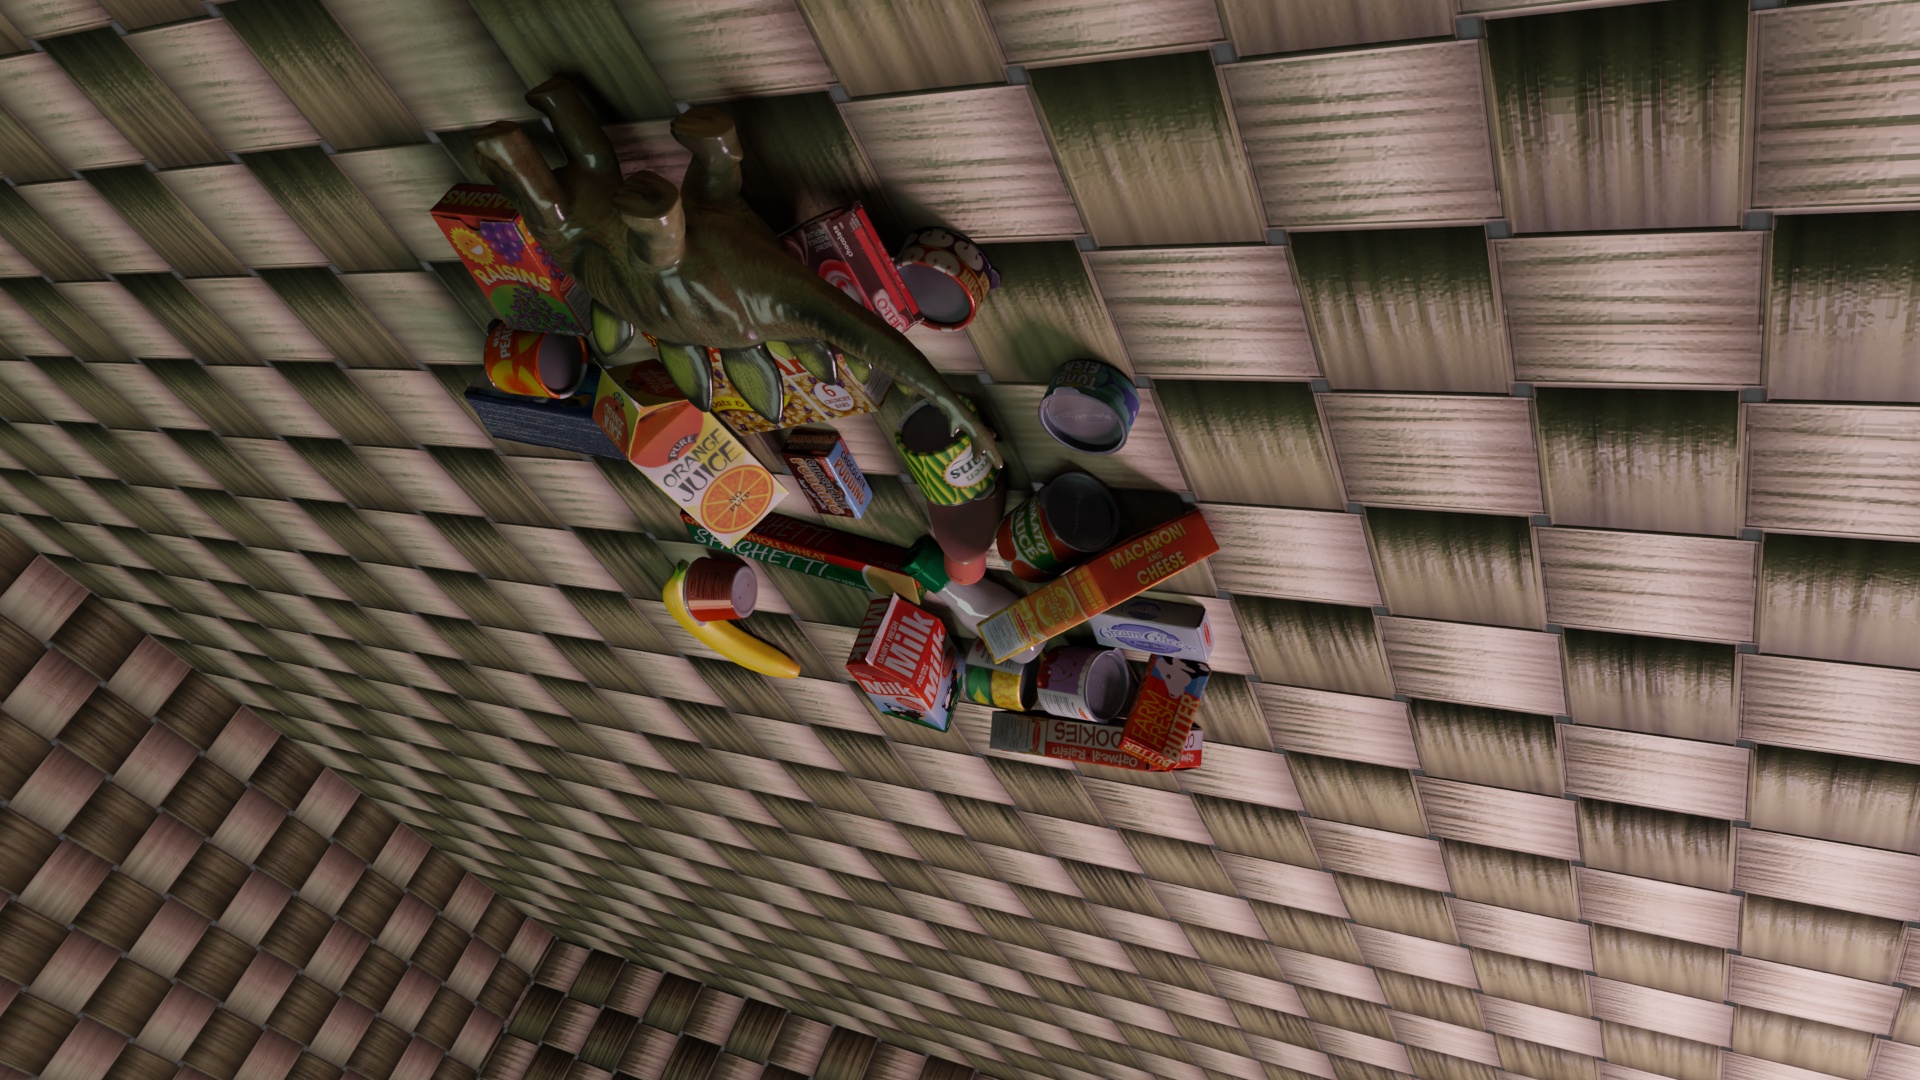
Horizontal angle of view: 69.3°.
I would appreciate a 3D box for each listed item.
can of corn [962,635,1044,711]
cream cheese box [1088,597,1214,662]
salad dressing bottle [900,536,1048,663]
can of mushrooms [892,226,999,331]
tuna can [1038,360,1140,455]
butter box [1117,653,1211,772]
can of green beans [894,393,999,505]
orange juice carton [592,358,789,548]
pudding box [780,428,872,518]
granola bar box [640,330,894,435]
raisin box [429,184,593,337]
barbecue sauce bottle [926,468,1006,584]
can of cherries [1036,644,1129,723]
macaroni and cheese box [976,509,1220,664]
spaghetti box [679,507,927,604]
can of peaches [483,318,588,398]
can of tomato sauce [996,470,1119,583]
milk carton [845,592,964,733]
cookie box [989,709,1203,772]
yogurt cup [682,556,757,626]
[{"bbox_3d":[0.042,0.128,1.321,0.058,0.071,0.071,9,146,24],"label":"can of corn"},{"bbox_3d":[0.162,0.074,1.191,0.104,0.024,0.053,8,145,27],"label":"cream cheese box"},{"bbox_3d":[0.013,0.053,1.251,0.147,0.044,0.064,38,149,-18],"label":"salad dressing bottle"},{"bbox_3d":[-0.012,-0.173,0.927,0.071,0.033,0.070,19,148,12],"label":"can of mushrooms"},{"bbox_3d":[0.090,-0.095,0.974,0.071,0.033,0.070,18,149,12],"label":"tuna can"},{"bbox_3d":[0.178,0.145,1.212,0.053,0.104,0.024,26,149,0],"label":"butter box"},{"bbox_3d":[-0.010,-0.069,1.053,0.071,0.071,0.057,7,144,29],"label":"can of green beans"},{"bbox_3d":[-0.229,-0.080,1.138,0.072,0.073,0.192,44,176,38],"label":"orange juice carton"},{"bbox_3d":[-0.113,-0.057,1.185,0.049,0.030,0.083,7,146,26],"label":"pudding box"},{"bbox_3d":[-0.149,-0.142,1.069,0.165,0.039,0.124,-5,138,41],"label":"granola bar box"},{"bbox_3d":[-0.346,-0.219,1.094,0.086,0.040,0.122,11,146,25],"label":"raisin box"},{"bbox_3d":[0.004,-0.014,1.152,0.065,0.044,0.147,20,150,12],"label":"barbecue sauce bottle"},{"bbox_3d":[0.113,0.129,1.271,0.058,0.072,0.071,3,143,43],"label":"can of cherries"},{"bbox_3d":[0.104,0.037,1.081,0.165,0.124,0.040,-35,81,56],"label":"macaroni and cheese box"},{"bbox_3d":[-0.149,0.006,1.311,0.250,0.029,0.050,15,148,17],"label":"spaghetti box"},{"bbox_3d":[-0.359,-0.156,1.175,0.058,0.071,0.071,8,146,26],"label":"can of peaches"},{"bbox_3d":[0.073,-0.009,1.084,0.071,0.071,0.082,32,150,-12],"label":"can of tomato sauce"},{"bbox_3d":[-0.053,0.117,1.337,0.073,0.072,0.190,14,158,18],"label":"milk carton"},{"bbox_3d":[0.131,0.190,1.323,0.167,0.040,0.123,3,176,33],"label":"cookie box"},{"bbox_3d":[-0.243,0.051,1.417,0.054,0.073,0.072,1,143,22],"label":"yogurt cup"}]
